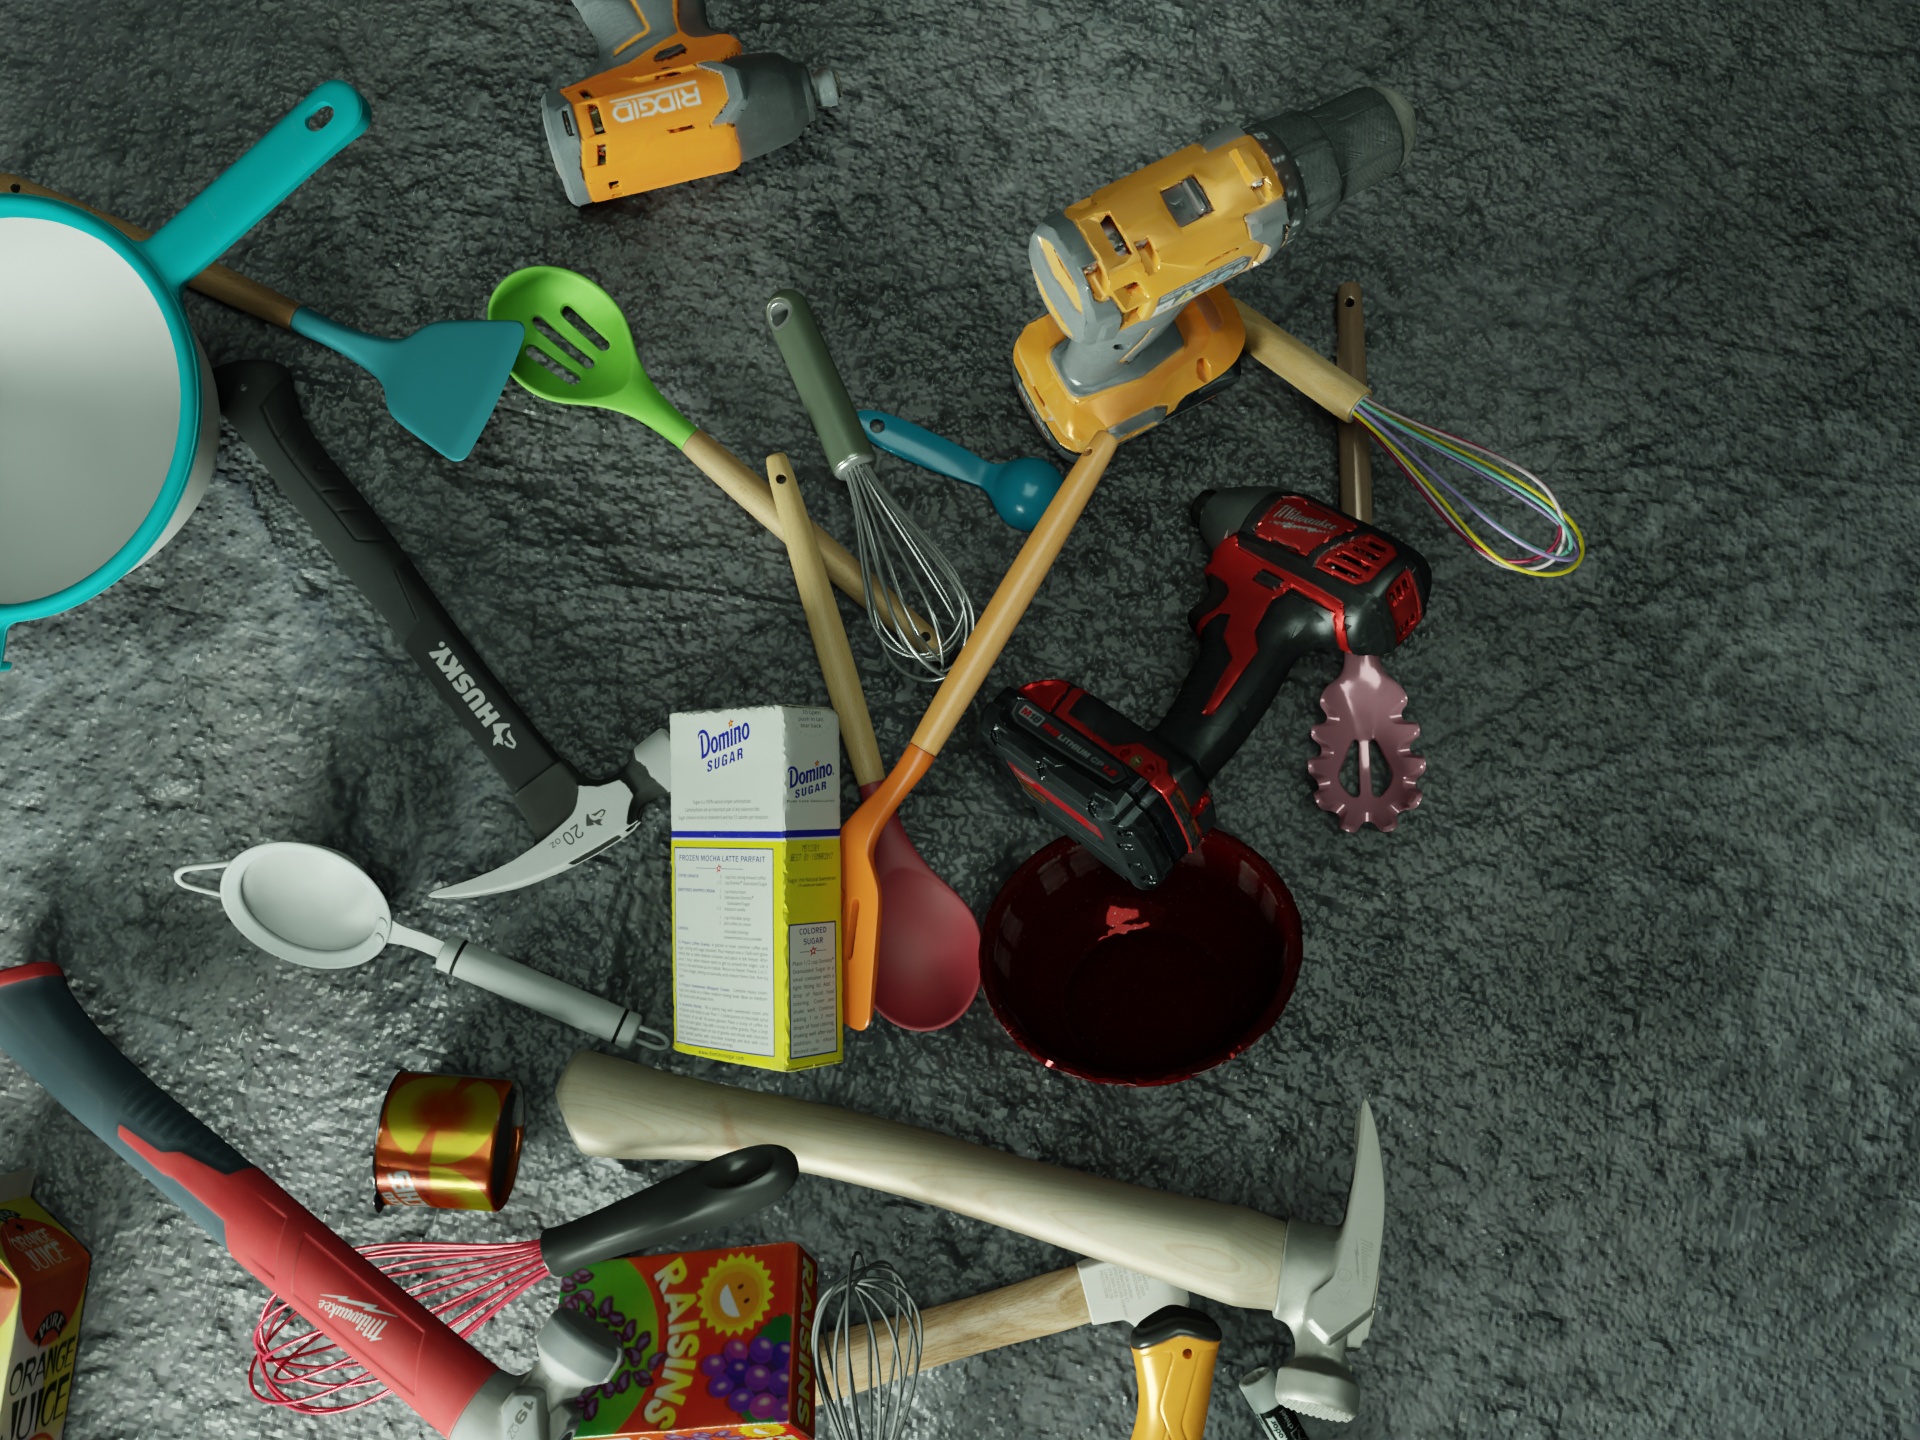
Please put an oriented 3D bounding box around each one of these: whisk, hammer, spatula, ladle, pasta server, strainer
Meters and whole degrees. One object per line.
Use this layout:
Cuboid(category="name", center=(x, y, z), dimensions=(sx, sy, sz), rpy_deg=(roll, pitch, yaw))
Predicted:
Cuboid(category="whisk", center=(-0.053, -0.130, 0.858), dimensions=(0.058, 0.059, 0.246), rpy_deg=(-32, 73, 30))
Cuboid(category="whisk", center=(-0.044, 0.367, 0.765), dimensions=(0.055, 0.055, 0.239), rpy_deg=(-1, 102, -3))
Cuboid(category="hammer", center=(0.082, 0.455, 0.771), dimensions=(0.127, 0.034, 0.337), rpy_deg=(13, 88, 0))
Cuboid(category="spatula", center=(-0.001, -0.003, 0.801), dimensions=(0.041, 0.081, 0.322), rpy_deg=(35, 84, -42))
Cuboid(category="ladle", center=(-0.055, 0.009, 0.842), dimensions=(0.069, 0.031, 0.315), rpy_deg=(-16, 86, -1))
Cuboid(category="hammer", center=(0.000, 0.216, 0.788), dimensions=(0.410, 0.038, 0.146), rpy_deg=(12, 62, 10))
Cuboid(category="pasta server", center=(0.219, -0.094, 0.876), dimensions=(0.060, 0.040, 0.316), rpy_deg=(-1, 80, 12))
Cuboid(category="whisk", center=(0.230, -0.156, 0.856), dimensions=(0.245, 0.051, 0.047), rpy_deg=(42, 94, 21))
Cuboid(category="strainer", center=(-0.417, -0.194, 0.814), dimensions=(0.340, 0.095, 0.211), rpy_deg=(-40, 85, 3))
Cuboid(category="hammer", center=(-0.048, 0.319, 0.805), dimensions=(0.331, 0.031, 0.130), rpy_deg=(-14, 83, -4))
Cuboid(category="strainer", center=(-0.269, 0.117, 0.820), dimensions=(0.258, 0.050, 0.086), rpy_deg=(25, 124, -5))
Cuboid(category="hammer", center=(-0.298, -0.057, 0.847), dimensions=(0.146, 0.035, 0.335), rpy_deg=(-38, 85, -8))
Cuboid(category="whisk", center=(-0.214, 0.262, 0.766), dimensions=(0.296, 0.073, 0.073), rpy_deg=(-22, 83, 6))
Cuboid(category="hammer", center=(-0.345, 0.243, 0.744), dimensions=(0.386, 0.038, 0.143), rpy_deg=(30, 78, 18))
Cuboid(category="spatula", center=(-0.387, -0.234, 0.865), dimensions=(0.317, 0.044, 0.082), rpy_deg=(24, 87, 2))

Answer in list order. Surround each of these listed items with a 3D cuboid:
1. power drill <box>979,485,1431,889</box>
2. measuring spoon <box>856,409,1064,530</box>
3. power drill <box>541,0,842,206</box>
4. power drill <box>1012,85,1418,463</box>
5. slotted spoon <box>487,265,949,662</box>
Cuboid(category="power drill", center=(0.123, -0.033, 0.827), dimensions=(0.220, 0.078, 0.143), rpy_deg=(-44, 50, -11))
Cuboid(category="measuring spoon", center=(-0.001, -0.145, 0.880), dimensions=(0.128, 0.021, 0.042), rpy_deg=(23, 81, 0))
Cuboid(category="power drill", center=(-0.167, -0.412, 0.885), dimensions=(0.164, 0.084, 0.226), rpy_deg=(-15, 87, -5))
Cuboid(category="power drill", center=(0.117, -0.222, 0.794), dimensions=(0.185, 0.226, 0.084), rpy_deg=(-28, 84, -7))
Cuboid(category="slotted spoon", center=(-0.129, -0.135, 0.872), dimensions=(0.314, 0.031, 0.070), rpy_deg=(40, 82, 1))
